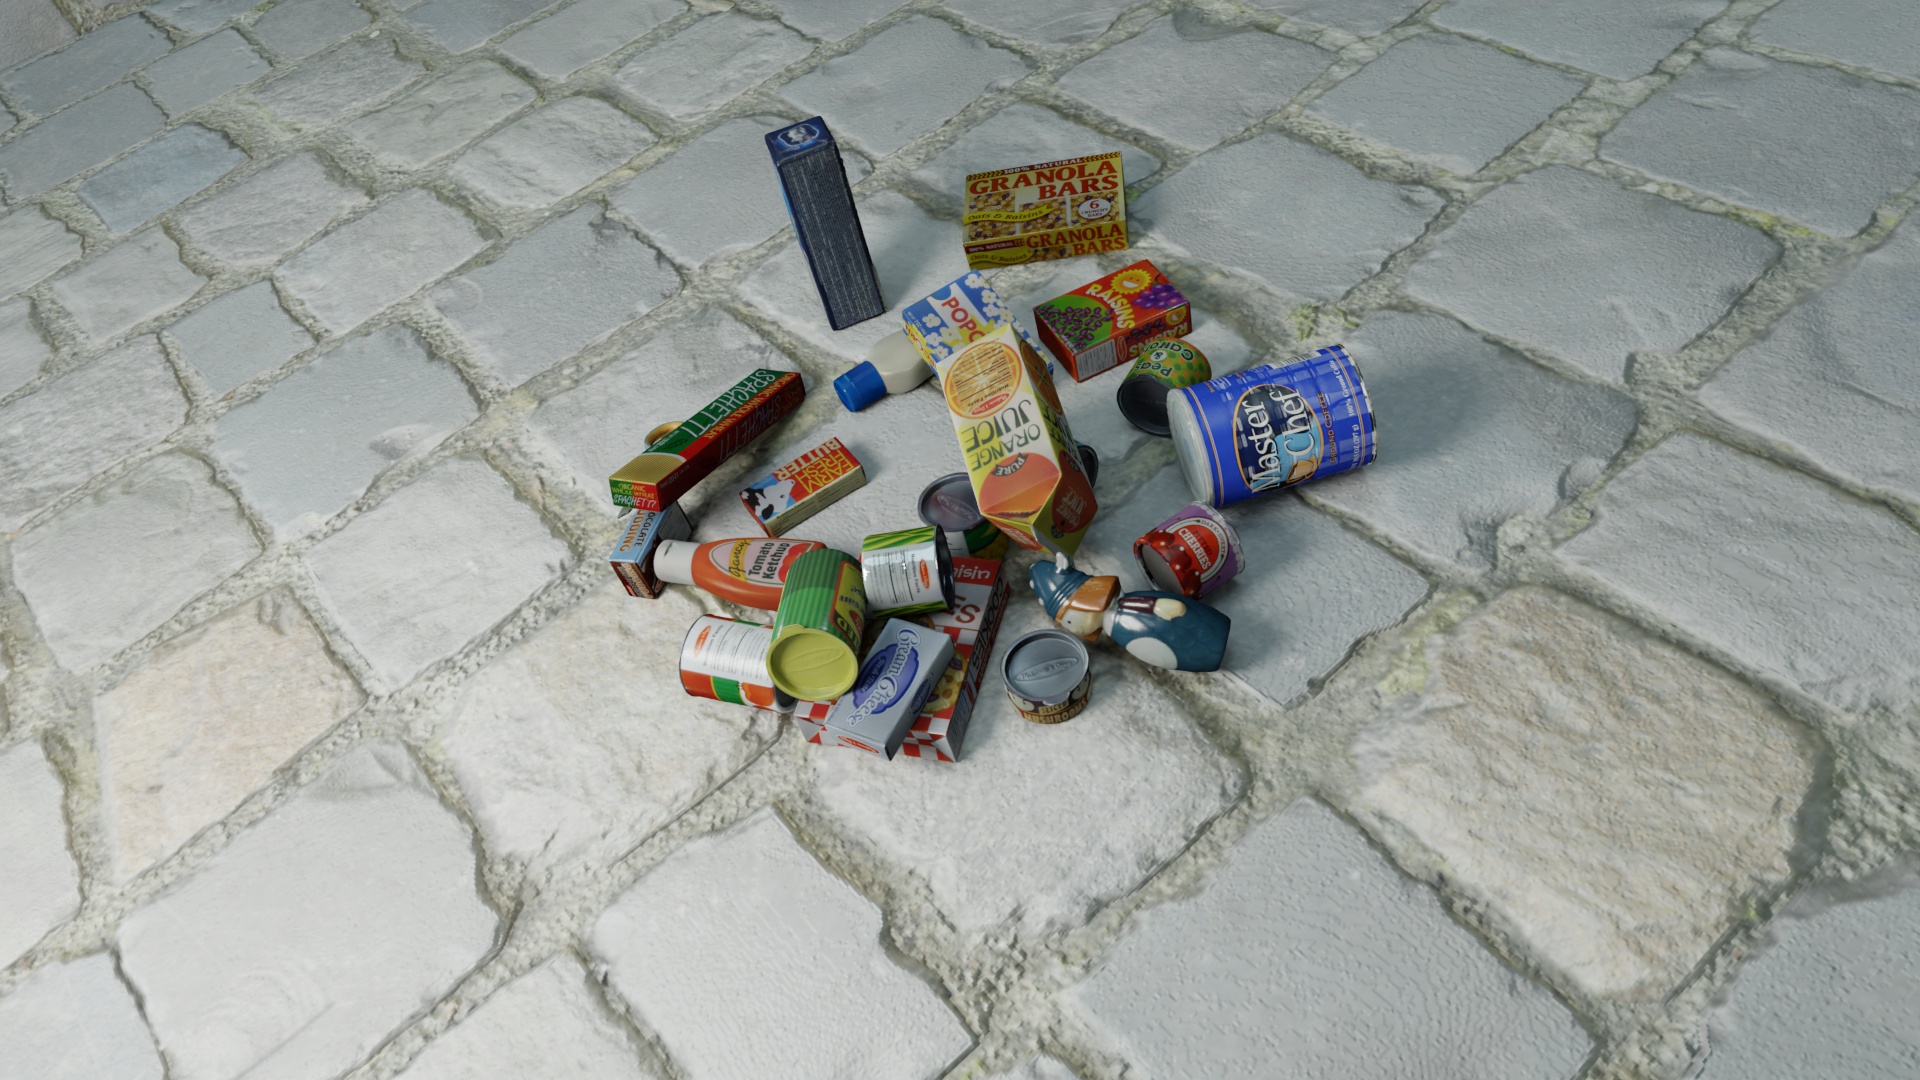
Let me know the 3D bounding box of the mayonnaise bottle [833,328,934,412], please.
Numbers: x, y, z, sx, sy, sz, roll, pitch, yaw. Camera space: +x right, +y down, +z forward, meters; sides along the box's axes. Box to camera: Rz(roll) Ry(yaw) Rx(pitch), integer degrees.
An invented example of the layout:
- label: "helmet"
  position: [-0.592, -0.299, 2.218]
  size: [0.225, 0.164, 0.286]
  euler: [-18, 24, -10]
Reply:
- label: "mayonnaise bottle"
  position: [-0.050, -0.173, 1.317]
  size: [0.148, 0.041, 0.065]
  euler: [-33, 55, -14]

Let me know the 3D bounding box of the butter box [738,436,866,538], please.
- label: "butter box"
  position: [-0.139, -0.047, 1.235]
  size: [0.104, 0.024, 0.053]
  euler: [-32, 49, -14]

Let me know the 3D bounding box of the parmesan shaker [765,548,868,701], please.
- label: "parmesan shaker"
  position: [-0.104, 0.058, 1.028]
  size: [0.071, 0.071, 0.103]
  euler: [-8, 34, 8]

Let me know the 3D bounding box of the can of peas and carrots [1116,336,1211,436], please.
- label: "can of peas and carrots"
  position: [0.176, -0.135, 1.200]
  size: [0.071, 0.070, 0.059]
  euler: [15, 53, 27]

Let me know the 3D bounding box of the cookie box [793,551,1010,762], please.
- label: "cookie box"
  position: [-0.042, 0.084, 1.077]
  size: [0.123, 0.040, 0.168]
  euler: [4, 50, 19]

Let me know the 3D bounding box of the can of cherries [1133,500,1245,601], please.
- label: "can of cherries"
  position: [0.175, 0.011, 1.065]
  size: [0.058, 0.071, 0.072]
  euler: [-32, 48, -14]

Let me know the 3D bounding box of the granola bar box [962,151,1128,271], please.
- label: "granola bar box"
  position: [0.088, -0.340, 1.435]
  size: [0.165, 0.039, 0.125]
  euler: [-6, 48, 10]

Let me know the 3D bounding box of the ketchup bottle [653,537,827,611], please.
- label: "ketchup bottle"
  position: [-0.185, 0.025, 1.168]
  size: [0.149, 0.043, 0.065]
  euler: [6, 50, 21]

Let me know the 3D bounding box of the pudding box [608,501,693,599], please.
- label: "pudding box"
  position: [-0.268, 0.003, 1.206]
  size: [0.030, 0.049, 0.084]
  euler: [3, 49, 20]

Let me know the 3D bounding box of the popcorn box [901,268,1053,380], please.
- label: "popcorn box"
  position: [0.015, -0.176, 1.273]
  size: [0.085, 0.038, 0.127]
  euler: [-32, 72, -14]

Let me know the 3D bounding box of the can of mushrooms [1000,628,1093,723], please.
- label: "can of mushrooms"
  position: [0.065, 0.103, 1.035]
  size: [0.071, 0.033, 0.071]
  euler: [-7, 46, 8]

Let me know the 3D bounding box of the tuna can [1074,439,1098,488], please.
- label: "tuna can"
  position: [0.079, -0.054, 1.152]
  size: [0.033, 0.070, 0.071]
  euler: [30, 61, 37]

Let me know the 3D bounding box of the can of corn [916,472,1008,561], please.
- label: "can of corn"
  position: [0.004, -0.014, 1.143]
  size: [0.071, 0.058, 0.071]
  euler: [-8, 47, 8]

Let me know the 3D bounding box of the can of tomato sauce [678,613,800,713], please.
- label: "can of tomato sauce"
  position: [-0.165, 0.097, 1.083]
  size: [0.083, 0.070, 0.071]
  euler: [8, 51, 21]

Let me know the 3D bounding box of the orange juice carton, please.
- label: "orange juice carton"
  position: [0.049, -0.067, 1.091]
  size: [0.073, 0.071, 0.193]
  euler: [-27, 58, 17]

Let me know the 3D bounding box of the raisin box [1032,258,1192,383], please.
- label: "raisin box"
  position: [0.142, -0.207, 1.297]
  size: [0.123, 0.040, 0.086]
  euler: [-24, 46, -9]

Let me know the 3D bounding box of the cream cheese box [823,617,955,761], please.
- label: "cream cheese box"
  position: [-0.051, 0.107, 1.014]
  size: [0.053, 0.024, 0.104]
  euler: [15, 55, 26]

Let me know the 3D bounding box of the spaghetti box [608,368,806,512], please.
- label: "spaghetti box"
  position: [-0.220, -0.095, 1.244]
  size: [0.050, 0.028, 0.251]
  euler: [9, 32, 22]

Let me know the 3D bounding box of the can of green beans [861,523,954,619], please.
- label: "can of green beans"
  position: [-0.039, 0.024, 1.056]
  size: [0.058, 0.071, 0.071]
  euler: [-9, 47, 9]
